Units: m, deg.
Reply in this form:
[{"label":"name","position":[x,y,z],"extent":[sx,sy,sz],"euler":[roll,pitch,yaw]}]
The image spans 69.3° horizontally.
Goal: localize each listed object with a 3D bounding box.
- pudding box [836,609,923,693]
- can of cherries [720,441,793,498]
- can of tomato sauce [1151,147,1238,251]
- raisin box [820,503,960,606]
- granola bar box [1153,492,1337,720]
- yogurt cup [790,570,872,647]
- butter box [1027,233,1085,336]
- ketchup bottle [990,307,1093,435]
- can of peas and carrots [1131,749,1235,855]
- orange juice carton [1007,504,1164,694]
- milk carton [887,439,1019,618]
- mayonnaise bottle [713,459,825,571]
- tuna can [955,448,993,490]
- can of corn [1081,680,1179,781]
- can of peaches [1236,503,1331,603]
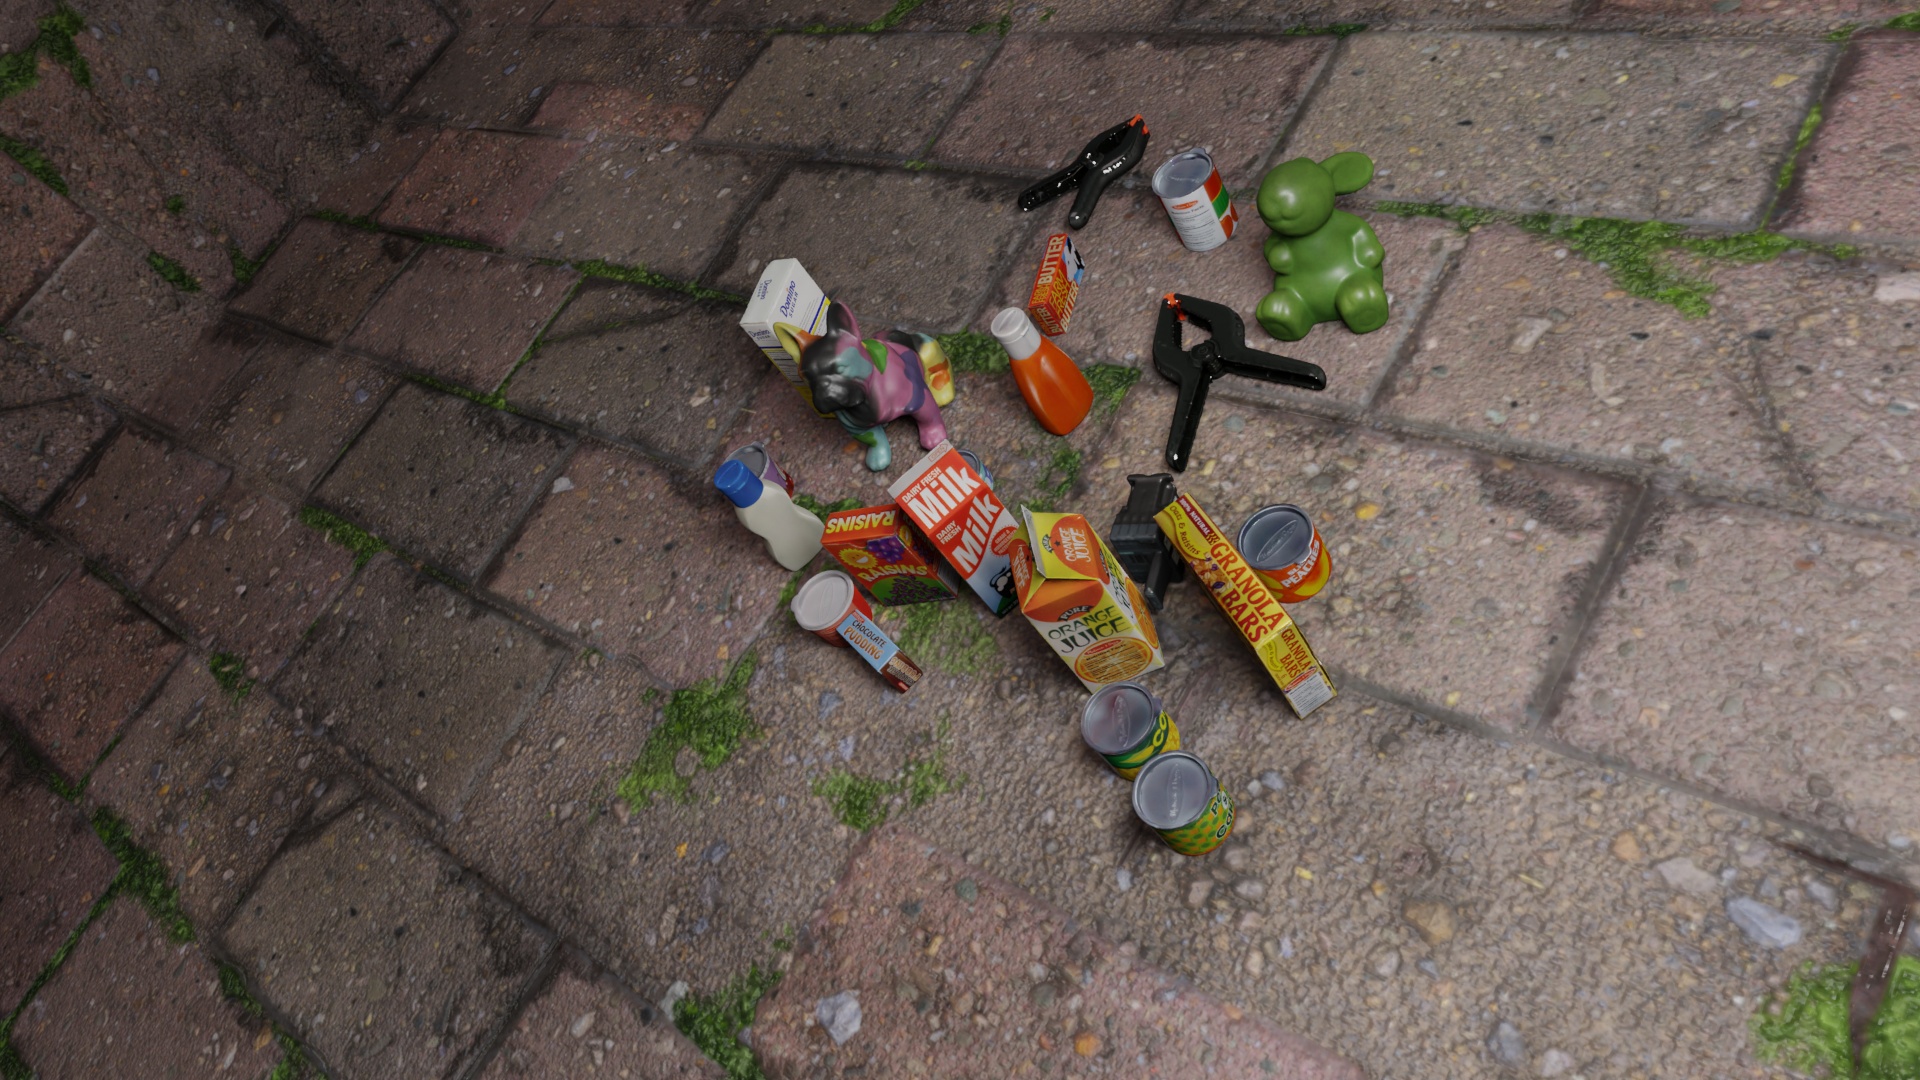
[{"label":"pudding box","position":[-0.078,0.106,1.339],"extent":[0.030,0.049,0.084],"euler":[-46,46,-5]},{"label":"can of cherries","position":[-0.227,-0.067,1.559],"extent":[0.071,0.058,0.072],"euler":[-17,50,22]},{"label":"can of tomato sauce","position":[0.247,-0.356,1.454],"extent":[0.071,0.083,0.071],"euler":[-17,50,22]},{"label":"raisin box","position":[-0.066,0.016,1.347],"extent":[0.086,0.123,0.040],"euler":[-7,54,29]},{"label":"granola bar box","position":[0.231,0.052,1.128],"extent":[0.039,0.124,0.166],"euler":[-36,45,5]},{"label":"yogurt cup","position":[-0.124,0.071,1.392],"extent":[0.072,0.053,0.073],"euler":[-17,50,22]},{"label":"butter box","position":[0.105,-0.278,1.508],"extent":[0.024,0.053,0.104],"euler":[-2,57,32]},{"label":"ketchup bottle","position":[0.079,-0.170,1.376],"extent":[0.043,0.148,0.065],"euler":[22,71,41]},{"label":"can of peas and carrots","position":[0.178,0.206,1.092],"extent":[0.071,0.058,0.071],"euler":[-17,50,22]},{"label":"orange juice carton","position":[0.099,0.047,1.169],"extent":[0.073,0.192,0.072],"euler":[-24,48,16]},{"label":"milk carton","position":[0.005,-0.016,1.279],"extent":[0.072,0.190,0.074],"euler":[-42,45,-1]},{"label":"mayonnaise bottle","position":[-0.200,-0.029,1.450],"extent":[0.065,0.147,0.041],"euler":[-47,45,-5]},{"label":"tuna can","position":[-0.001,-0.057,1.423],"extent":[0.071,0.032,0.071],"euler":[-17,50,22]},{"label":"can of corn","position":[0.144,0.158,1.151],"extent":[0.071,0.058,0.071],"euler":[-17,50,22]},{"label":"can of peaches","position":[0.276,0.013,1.175],"extent":[0.071,0.058,0.071],"euler":[-17,50,22]}]
